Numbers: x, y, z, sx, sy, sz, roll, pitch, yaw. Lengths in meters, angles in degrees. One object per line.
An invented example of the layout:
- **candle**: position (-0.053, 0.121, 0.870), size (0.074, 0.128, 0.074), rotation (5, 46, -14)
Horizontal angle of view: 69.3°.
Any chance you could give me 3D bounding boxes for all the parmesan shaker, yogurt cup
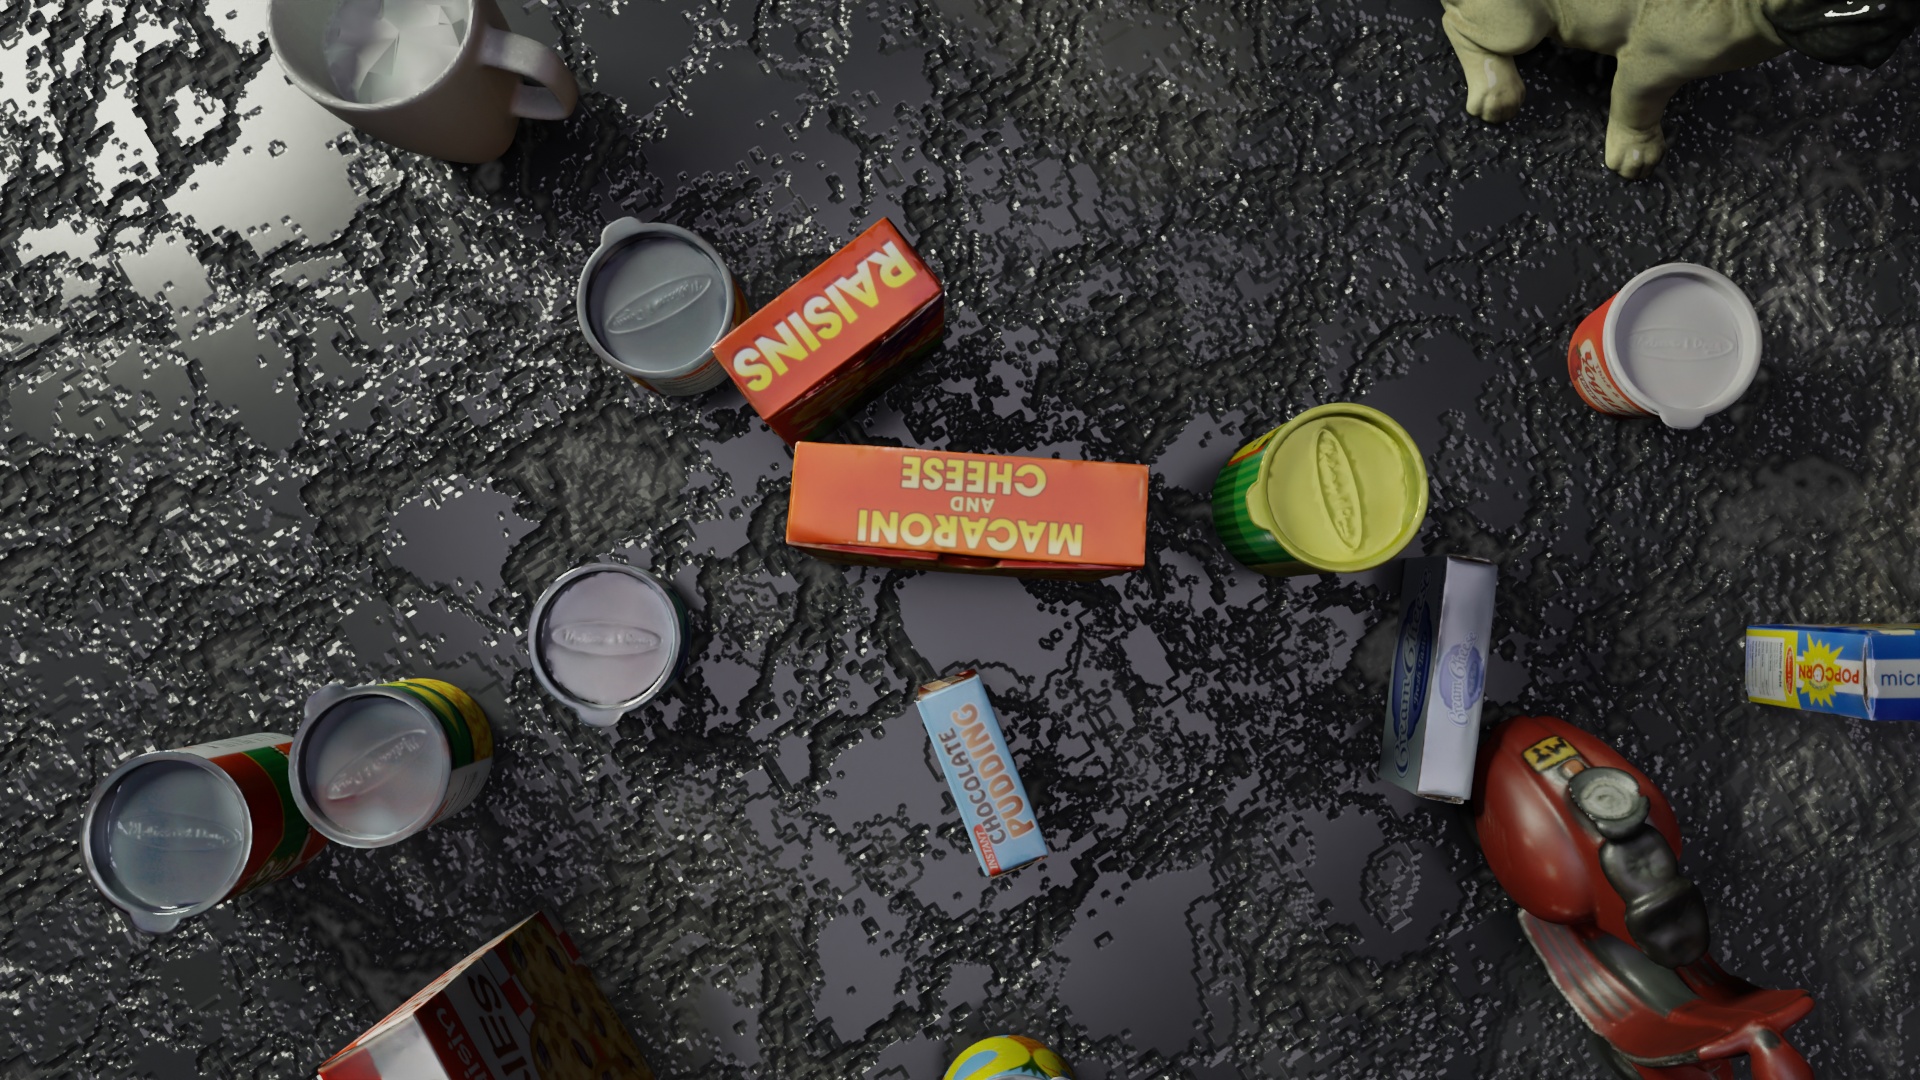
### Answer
- **parmesan shaker**: position (0.144, -0.018, 0.586), size (0.071, 0.103, 0.071), rotation (0, 87, -1)
- **yogurt cup**: position (0.308, -0.084, 0.617), size (0.072, 0.054, 0.072), rotation (0, 87, -1)

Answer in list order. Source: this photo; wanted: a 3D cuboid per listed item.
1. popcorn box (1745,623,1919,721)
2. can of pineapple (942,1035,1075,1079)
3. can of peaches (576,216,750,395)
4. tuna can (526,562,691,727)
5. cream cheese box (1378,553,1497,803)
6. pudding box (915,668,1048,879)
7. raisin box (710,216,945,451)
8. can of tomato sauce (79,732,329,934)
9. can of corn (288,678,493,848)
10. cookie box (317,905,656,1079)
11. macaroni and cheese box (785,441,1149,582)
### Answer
- **popcorn box**: position (0.422, 0.055, 0.596), size (0.127, 0.085, 0.038), rotation (-1, 87, -1)
- **can of pineapple**: position (0.024, 0.251, 0.591), size (0.071, 0.058, 0.071), rotation (0, 87, -1)
- **can of peaches**: position (-0.129, -0.101, 0.608), size (0.071, 0.058, 0.071), rotation (0, 87, -1)
- **tuna can**: position (-0.153, 0.045, 0.612), size (0.071, 0.033, 0.071), rotation (0, 87, -1)
- **cream cheese box**: position (0.208, 0.059, 0.608), size (0.024, 0.053, 0.104), rotation (8, 87, -1)
- **pudding box**: position (0.008, 0.100, 0.603), size (0.030, 0.049, 0.083), rotation (-22, 88, -2)
- **raisin box**: position (-0.050, -0.079, 0.575), size (0.086, 0.123, 0.040), rotation (-37, 88, -2)
- **can of tomato sauce**: position (-0.309, 0.118, 0.580), size (0.071, 0.083, 0.071), rotation (0, 87, -1)
- **can of corn**: position (-0.243, 0.091, 0.595), size (0.071, 0.058, 0.071), rotation (0, 87, -1)
- **cookie box**: position (-0.166, 0.220, 0.534), size (0.040, 0.167, 0.123), rotation (-32, 88, -2)
- **macaroni and cheese box**: position (0.002, -0.007, 0.551), size (0.124, 0.166, 0.040), rotation (4, 87, -1)
